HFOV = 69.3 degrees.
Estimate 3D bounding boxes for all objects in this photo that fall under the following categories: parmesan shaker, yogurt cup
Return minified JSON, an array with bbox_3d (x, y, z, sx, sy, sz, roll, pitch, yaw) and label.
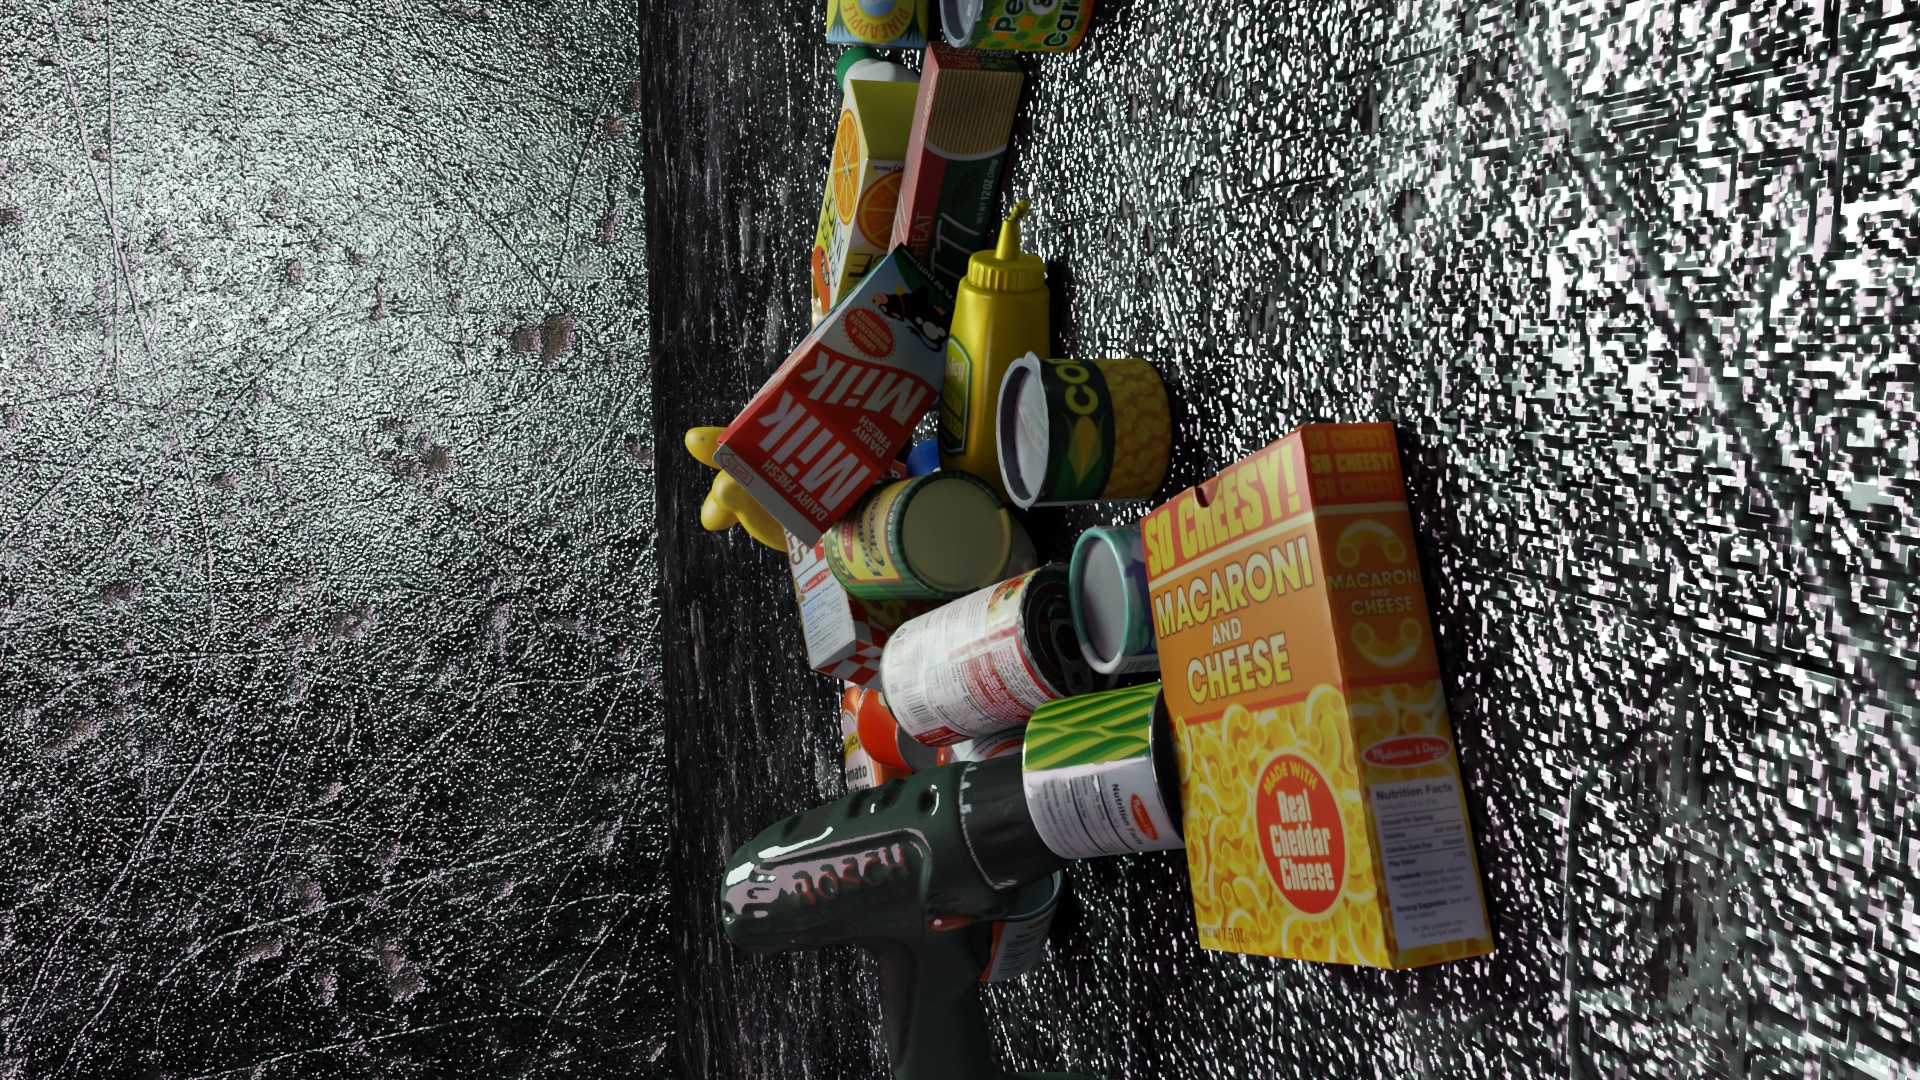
[{"bbox_3d":[-0.024,-0.004,0.733,0.103,0.071,0.071,172,94,-65],"label":"parmesan shaker"},{"bbox_3d":[-0.027,0.118,0.890,0.054,0.072,0.072,10,102,63],"label":"yogurt cup"}]

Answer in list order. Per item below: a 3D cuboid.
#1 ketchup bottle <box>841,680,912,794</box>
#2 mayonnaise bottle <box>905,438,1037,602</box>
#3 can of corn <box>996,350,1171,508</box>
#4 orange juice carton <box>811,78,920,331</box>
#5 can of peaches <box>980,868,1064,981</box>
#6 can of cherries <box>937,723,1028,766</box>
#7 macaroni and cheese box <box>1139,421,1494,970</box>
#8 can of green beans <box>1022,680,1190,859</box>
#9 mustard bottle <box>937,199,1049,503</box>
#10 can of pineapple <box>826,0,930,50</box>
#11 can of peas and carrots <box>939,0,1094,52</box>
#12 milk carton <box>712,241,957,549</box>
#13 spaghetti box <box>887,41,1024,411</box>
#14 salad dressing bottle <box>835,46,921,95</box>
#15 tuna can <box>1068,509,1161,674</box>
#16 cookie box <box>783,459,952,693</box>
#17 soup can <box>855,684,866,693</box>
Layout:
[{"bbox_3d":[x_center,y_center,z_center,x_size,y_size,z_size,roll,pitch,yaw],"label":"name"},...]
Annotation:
[{"bbox_3d":[-0.064,0.146,1.039,0.064,0.043,0.149,-30,63,57],"label":"ketchup bottle"},{"bbox_3d":[0.003,-0.010,0.813,0.149,0.041,0.064,-117,34,-54],"label":"mayonnaise bottle"},{"bbox_3d":[0.054,-0.050,0.616,0.071,0.058,0.071,178,89,-72],"label":"can of corn"},{"bbox_3d":[-0.048,-0.193,0.890,0.191,0.072,0.073,112,151,-52],"label":"orange juice carton"},{"bbox_3d":[0.017,0.194,0.755,0.071,0.071,0.057,-113,26,-47],"label":"can of peaches"},{"bbox_3d":[0.027,0.126,0.718,0.058,0.071,0.071,-132,42,-63],"label":"can of cherries"},{"bbox_3d":[0.113,0.056,0.478,0.123,0.040,0.166,142,123,-68],"label":"macaroni and cheese box"},{"bbox_3d":[0.065,0.092,0.558,0.057,0.071,0.071,-13,77,29],"label":"can of green beans"},{"bbox_3d":[0.019,-0.100,0.732,0.065,0.049,0.159,-128,39,-57],"label":"mustard bottle"},{"bbox_3d":[-0.052,-0.344,0.884,0.071,0.071,0.057,-131,41,-62],"label":"can of pineapple"},{"bbox_3d":[0.028,-0.267,0.663,0.071,0.059,0.071,178,89,-72],"label":"can of peas and carrots"},{"bbox_3d":[-0.065,-0.077,0.763,0.073,0.072,0.192,-34,19,43],"label":"milk carton"},{"bbox_3d":[-0.015,-0.174,0.825,0.248,0.050,0.029,106,155,-46],"label":"spaghetti box"},{"bbox_3d":[-0.056,-0.298,0.938,0.064,0.044,0.148,-58,29,23],"label":"salad dressing bottle"},{"bbox_3d":[0.074,0.023,0.608,0.071,0.033,0.071,178,89,-72],"label":"tuna can"},{"bbox_3d":[-0.051,0.016,0.850,0.040,0.123,0.168,-36,51,26],"label":"cookie box"},{"bbox_3d":[-0.052,0.060,0.954,0.084,0.071,0.071,-125,36,-58],"label":"soup can"}]
